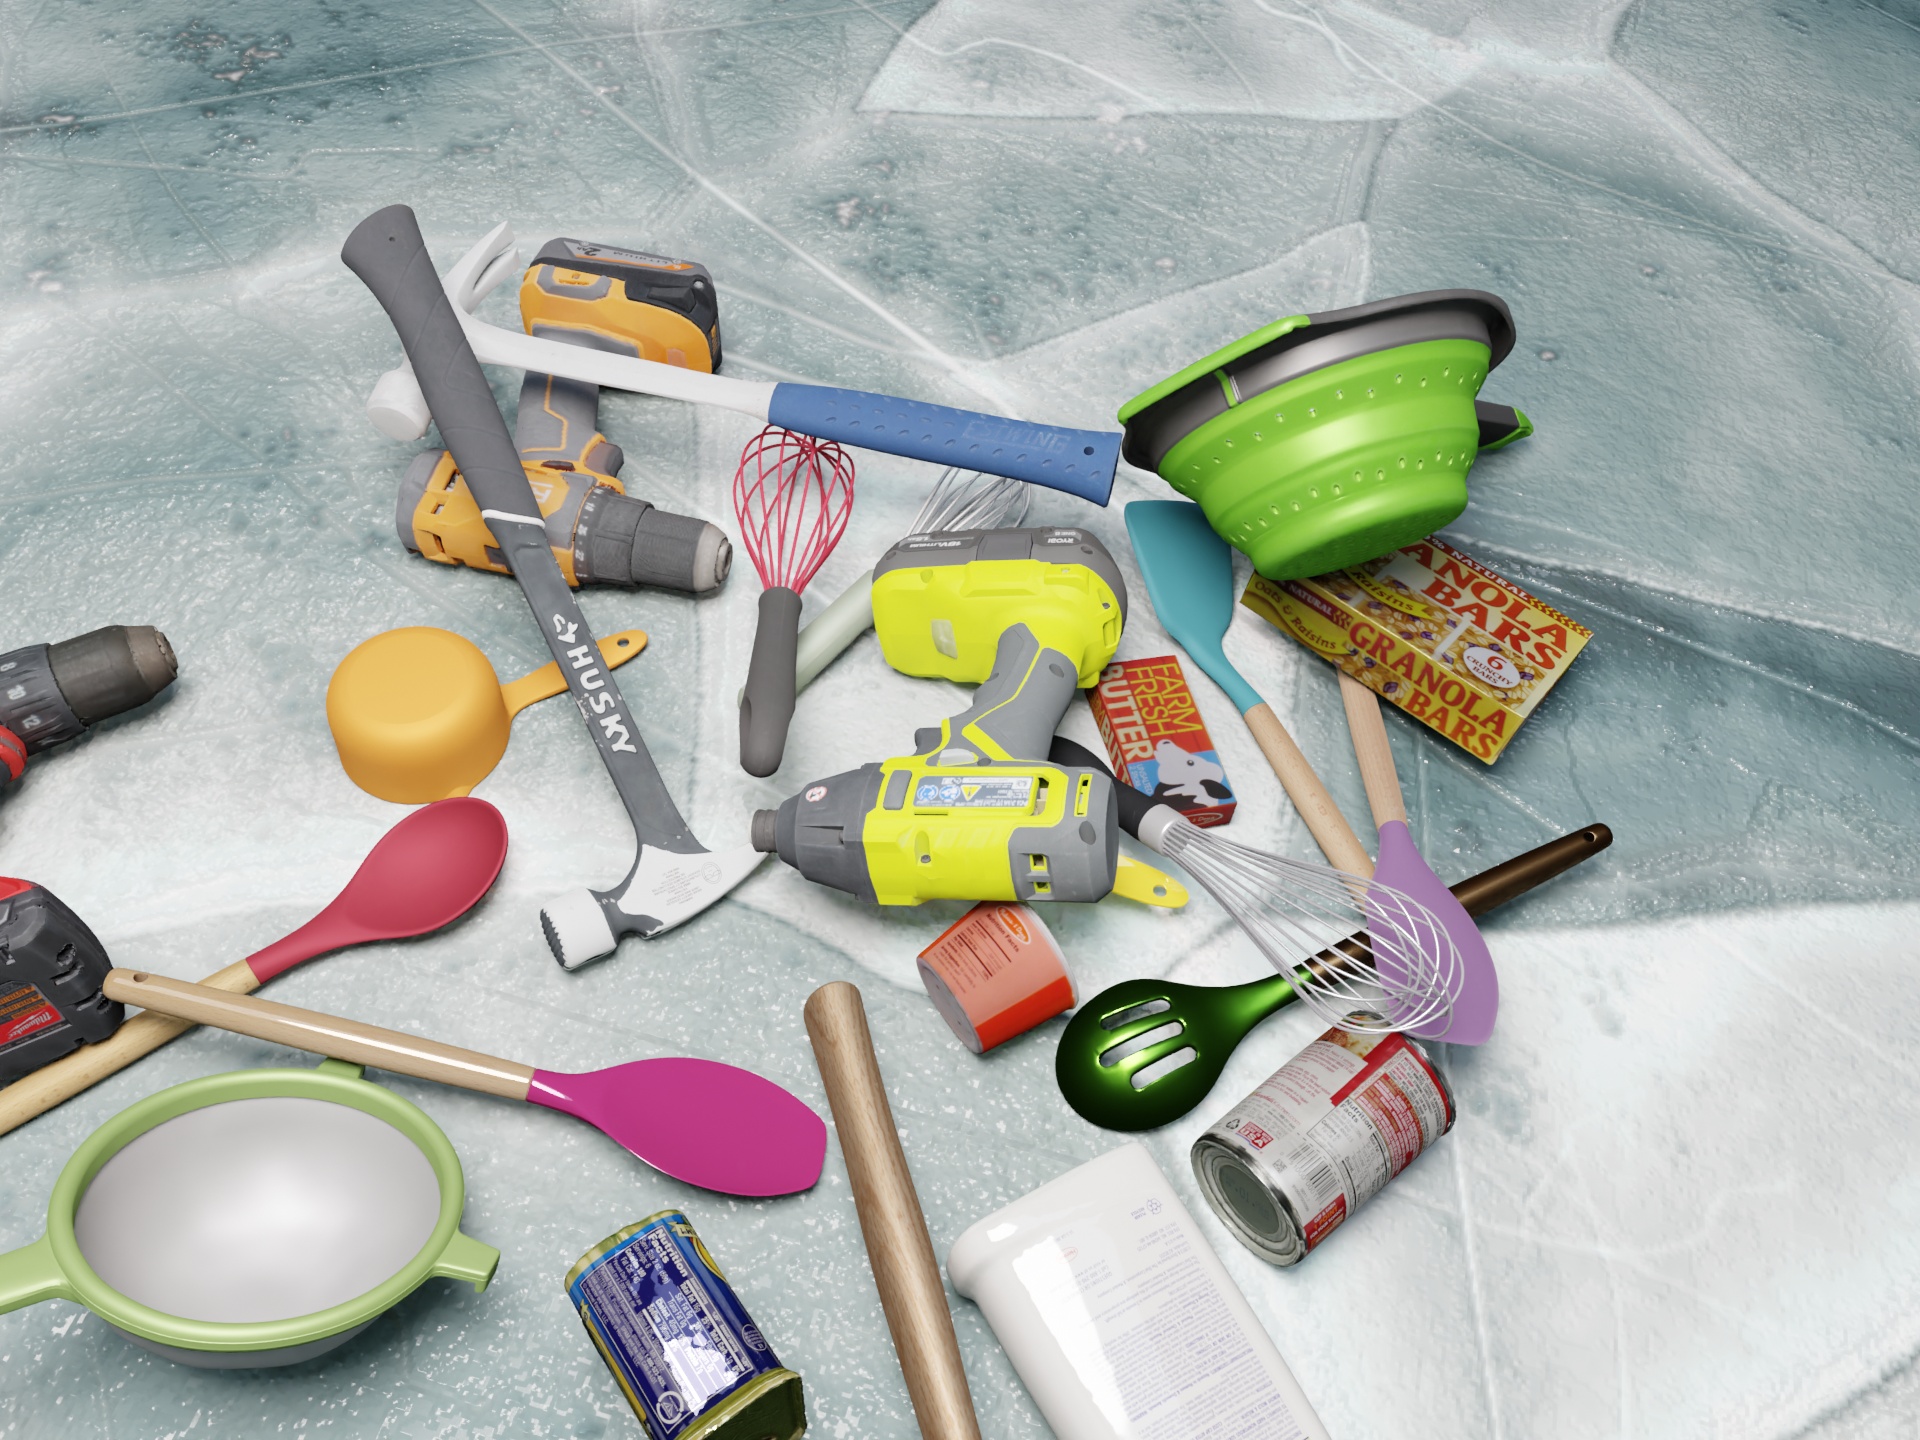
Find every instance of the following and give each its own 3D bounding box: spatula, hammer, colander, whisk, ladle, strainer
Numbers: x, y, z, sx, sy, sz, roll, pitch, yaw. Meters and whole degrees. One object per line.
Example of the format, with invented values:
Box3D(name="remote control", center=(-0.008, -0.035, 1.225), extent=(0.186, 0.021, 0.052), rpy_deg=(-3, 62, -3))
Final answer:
Box3D(name="spatula", center=(0.221, 0.039, 0.821), extent=(0.059, 0.018, 0.316), rpy_deg=(8, 41, -6))
Box3D(name="hammer", center=(-0.112, -0.183, 0.880), extent=(0.405, 0.035, 0.144), rpy_deg=(12, 62, 6))
Box3D(name="colander", center=(0.244, -0.138, 0.879), extent=(0.397, 0.204, 0.094), rpy_deg=(-7, 78, -50))
Box3D(name="hammer", center=(-0.015, 0.243, 0.636), extent=(0.031, 0.130, 0.332), rpy_deg=(0, 44, -22))
Box3D(name="whisk", center=(-0.039, -0.081, 0.909), extent=(0.246, 0.059, 0.058), rpy_deg=(-45, 25, -27))
Box3D(name="whisk", center=(-0.095, -0.075, 0.852), extent=(0.073, 0.073, 0.296), rpy_deg=(3, 41, -3))
Box3D(name="ladle", center=(-0.349, 0.130, 0.729), extent=(0.315, 0.031, 0.069), rpy_deg=(-31, 55, -23))
Box3D(name="whisk", center=(0.119, 0.066, 0.758), extent=(0.070, 0.070, 0.285), rpy_deg=(-30, 38, -24))
Box3D(name="spatula", center=(0.177, 0.008, 0.860), extent=(0.082, 0.044, 0.318), rpy_deg=(-2, 51, -36))
Box3D(name="hammer", center=(-0.215, -0.087, 0.813), extent=(0.149, 0.036, 0.409), rpy_deg=(-22, 81, -25))
Box3D(name="strainer", center=(-0.318, 0.218, 0.601), extent=(0.256, 0.069, 0.152), rpy_deg=(-10, 34, -41))

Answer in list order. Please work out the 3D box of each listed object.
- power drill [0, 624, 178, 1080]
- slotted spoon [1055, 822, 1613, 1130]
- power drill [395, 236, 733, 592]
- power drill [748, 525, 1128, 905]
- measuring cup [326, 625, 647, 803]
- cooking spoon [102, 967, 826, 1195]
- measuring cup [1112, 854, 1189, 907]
Box3D(name="power drill", center=(-0.450, 0.051, 0.738), extent=(0.188, 0.080, 0.227), rpy_deg=(-23, 51, -16))
Box3D(name="slotted spoon", center=(0.190, 0.113, 0.774), extent=(0.313, 0.031, 0.070), rpy_deg=(-22, 61, -15))
Box3D(name="power drill", center=(-0.204, -0.173, 0.939), extent=(0.185, 0.084, 0.226), rpy_deg=(12, 58, 4))
Box3D(name="power drill", center=(-0.001, -0.003, 0.795), extent=(0.171, 0.080, 0.223), rpy_deg=(0, 40, 13))
Box3D(name="measuring cup", center=(-0.246, -0.024, 0.837), extent=(0.173, 0.052, 0.095), rpy_deg=(-27, 60, -21))
Box3D(name="cooking spoon", center=(-0.214, 0.154, 0.701), extent=(0.319, 0.017, 0.069), rpy_deg=(16, 36, -6))
Box3D(name="measuring cup", center=(0.039, 0.071, 0.811), extent=(0.156, 0.029, 0.062), rpy_deg=(19, 54, 6))
